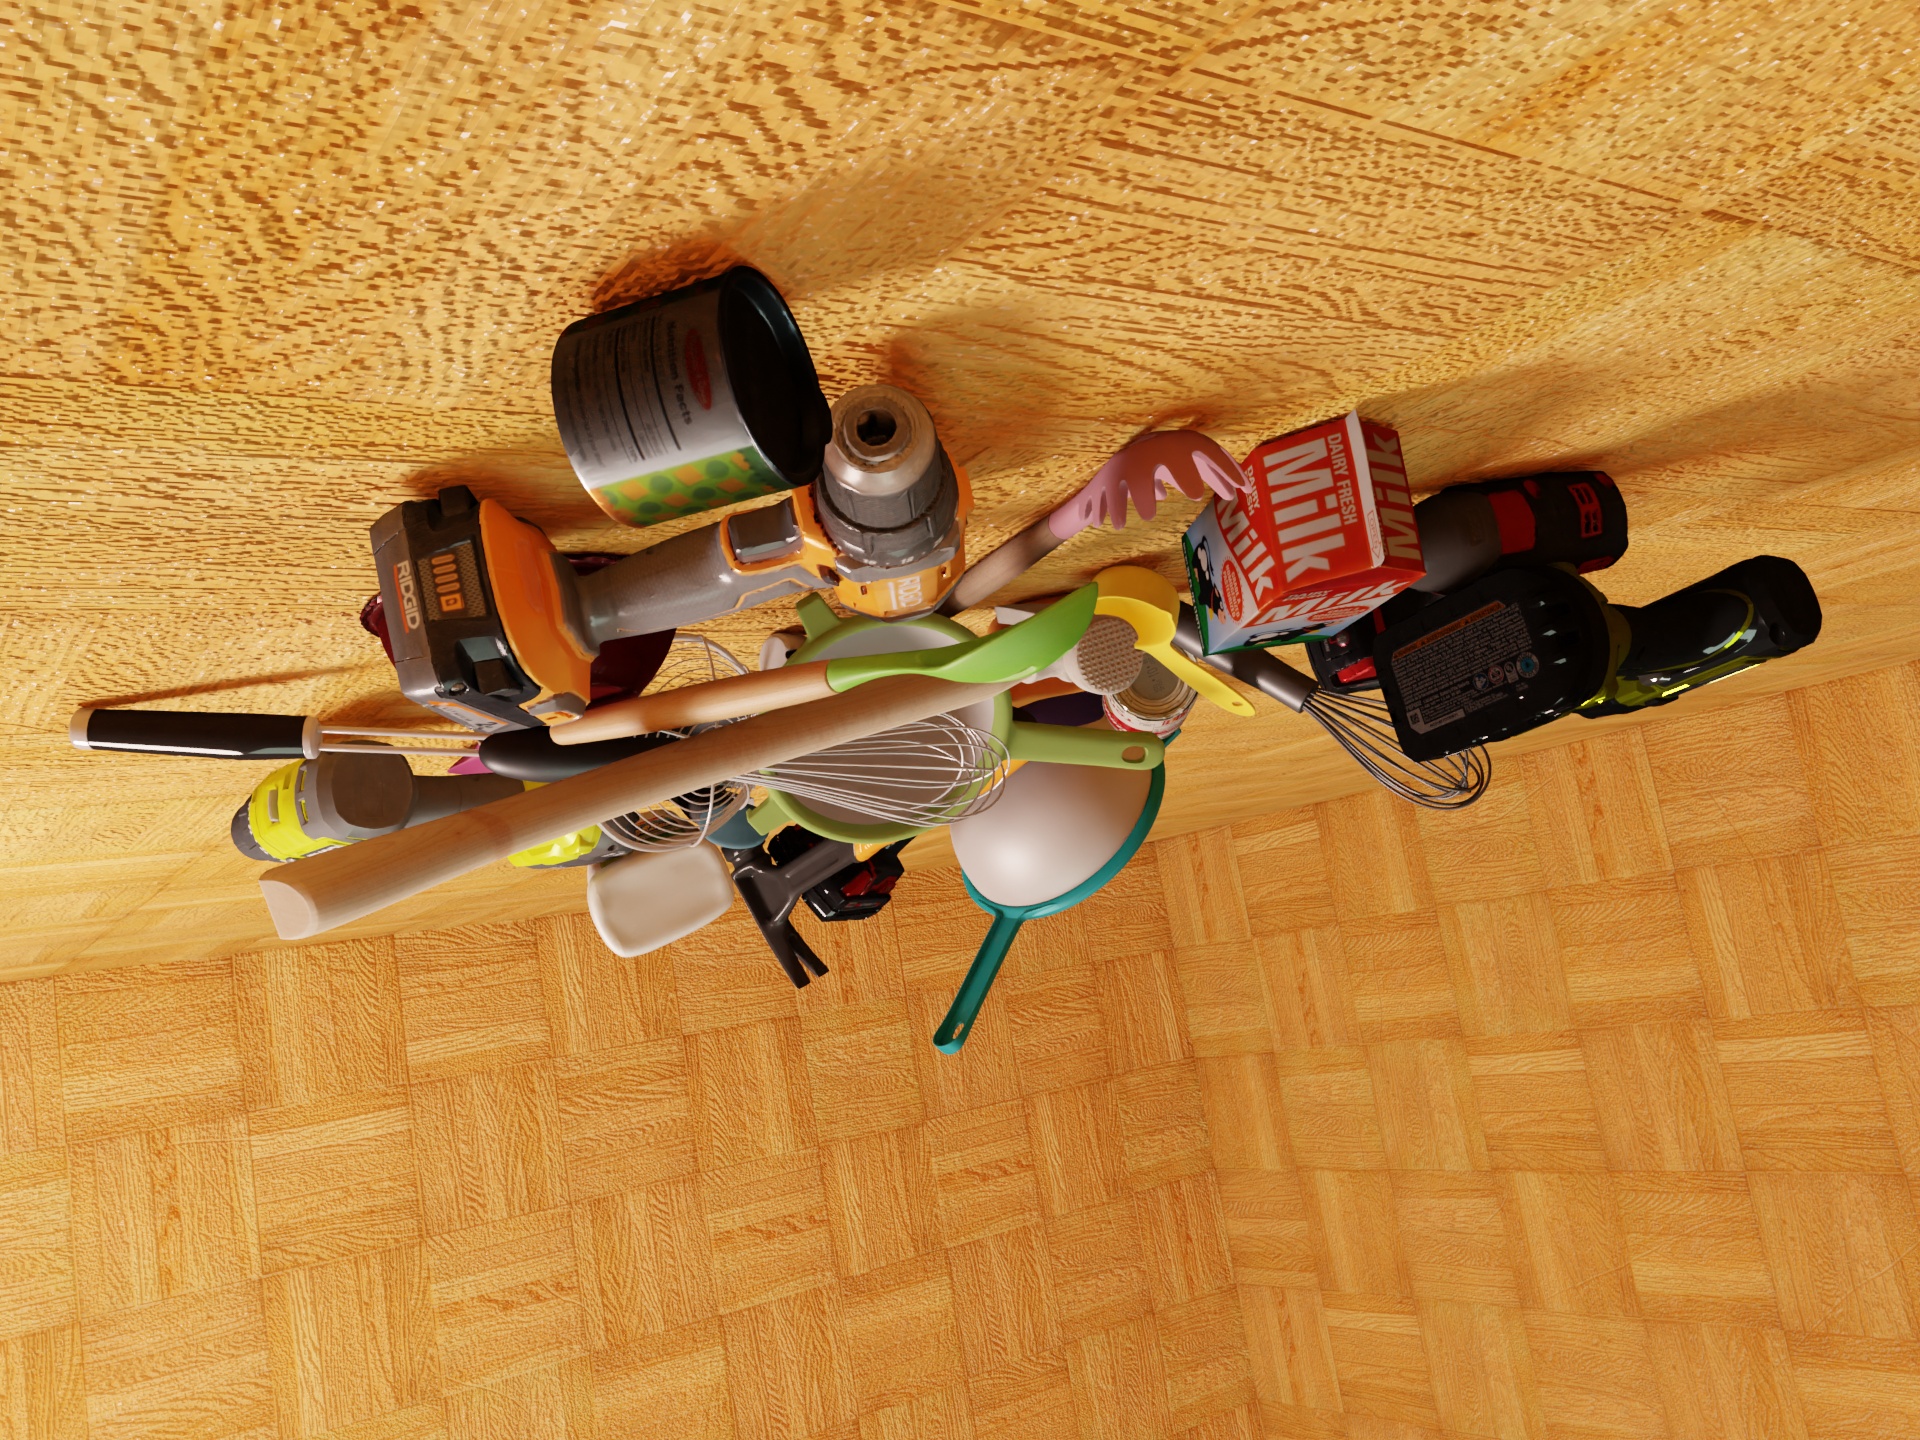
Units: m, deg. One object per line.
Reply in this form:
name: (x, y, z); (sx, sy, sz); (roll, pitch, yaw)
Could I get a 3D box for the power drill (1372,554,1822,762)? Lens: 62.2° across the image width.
power drill: (0.347, -0.034, 0.895); (0.223, 0.080, 0.171); (-5, 164, -35)

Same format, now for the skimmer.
skimmer: (-0.293, 0.008, 0.895); (0.363, 0.127, 0.090); (2, -170, -6)

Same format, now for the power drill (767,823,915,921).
power drill: (-0.041, 0.056, 1.241); (0.226, 0.080, 0.187); (-43, 164, 9)

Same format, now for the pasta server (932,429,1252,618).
pasta server: (0.041, -0.083, 0.795); (0.060, 0.040, 0.316); (-18, 176, -25)

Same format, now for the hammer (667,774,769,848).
hammer: (-0.194, 0.060, 1.168); (0.128, 0.033, 0.331); (4, -179, -19)

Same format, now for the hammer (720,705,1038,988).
hammer: (-0.052, 0.081, 1.113); (0.034, 0.127, 0.337); (-23, 172, -45)

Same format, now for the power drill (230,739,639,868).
power drill: (-0.350, 0.060, 1.051); (0.228, 0.080, 0.190); (3, 167, -43)

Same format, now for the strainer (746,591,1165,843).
strainer: (-0.002, -0.003, 0.948); (0.256, 0.151, 0.069); (5, -154, -22)

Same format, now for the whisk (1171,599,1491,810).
whisk: (0.214, -0.018, 0.978); (0.239, 0.055, 0.055); (32, -172, 21)

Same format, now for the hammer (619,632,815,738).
hammer: (-0.165, -0.002, 1.095); (0.335, 0.035, 0.146); (-18, 168, 43)

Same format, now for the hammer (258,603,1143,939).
hammer: (-0.122, 0.017, 0.770); (0.410, 0.038, 0.146); (-19, -167, -17)

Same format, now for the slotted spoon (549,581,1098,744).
slotted spoon: (-0.074, -0.016, 0.715); (0.314, 0.031, 0.070); (-10, -168, 34)

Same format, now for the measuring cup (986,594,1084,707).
measuring cup: (0.042, -0.039, 1.033); (0.095, 0.052, 0.173); (-6, 172, -25)

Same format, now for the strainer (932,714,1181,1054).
strainer: (0.036, 0.108, 1.329); (0.211, 0.340, 0.095); (-3, 140, 46)

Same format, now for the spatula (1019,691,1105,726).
spatula: (0.021, -0.008, 1.139); (0.018, 0.059, 0.315); (34, -153, 32)

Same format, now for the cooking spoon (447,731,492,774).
cooking spoon: (-0.314, 0.009, 1.061); (0.068, 0.017, 0.319); (-6, 171, -15)

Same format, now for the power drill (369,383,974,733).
power drill: (-0.106, -0.065, 0.621); (0.226, 0.084, 0.185); (-14, 172, -3)

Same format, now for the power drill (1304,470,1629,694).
power drill: (0.282, -0.082, 0.947); (0.143, 0.079, 0.219); (-10, 168, -7)

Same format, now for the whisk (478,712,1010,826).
whisk: (-0.111, 0.021, 0.854); (0.284, 0.070, 0.070); (3, 168, -14)

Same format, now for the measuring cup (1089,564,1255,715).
measuring cup: (0.133, -0.047, 0.958); (0.062, 0.029, 0.156); (-11, 147, 43)
